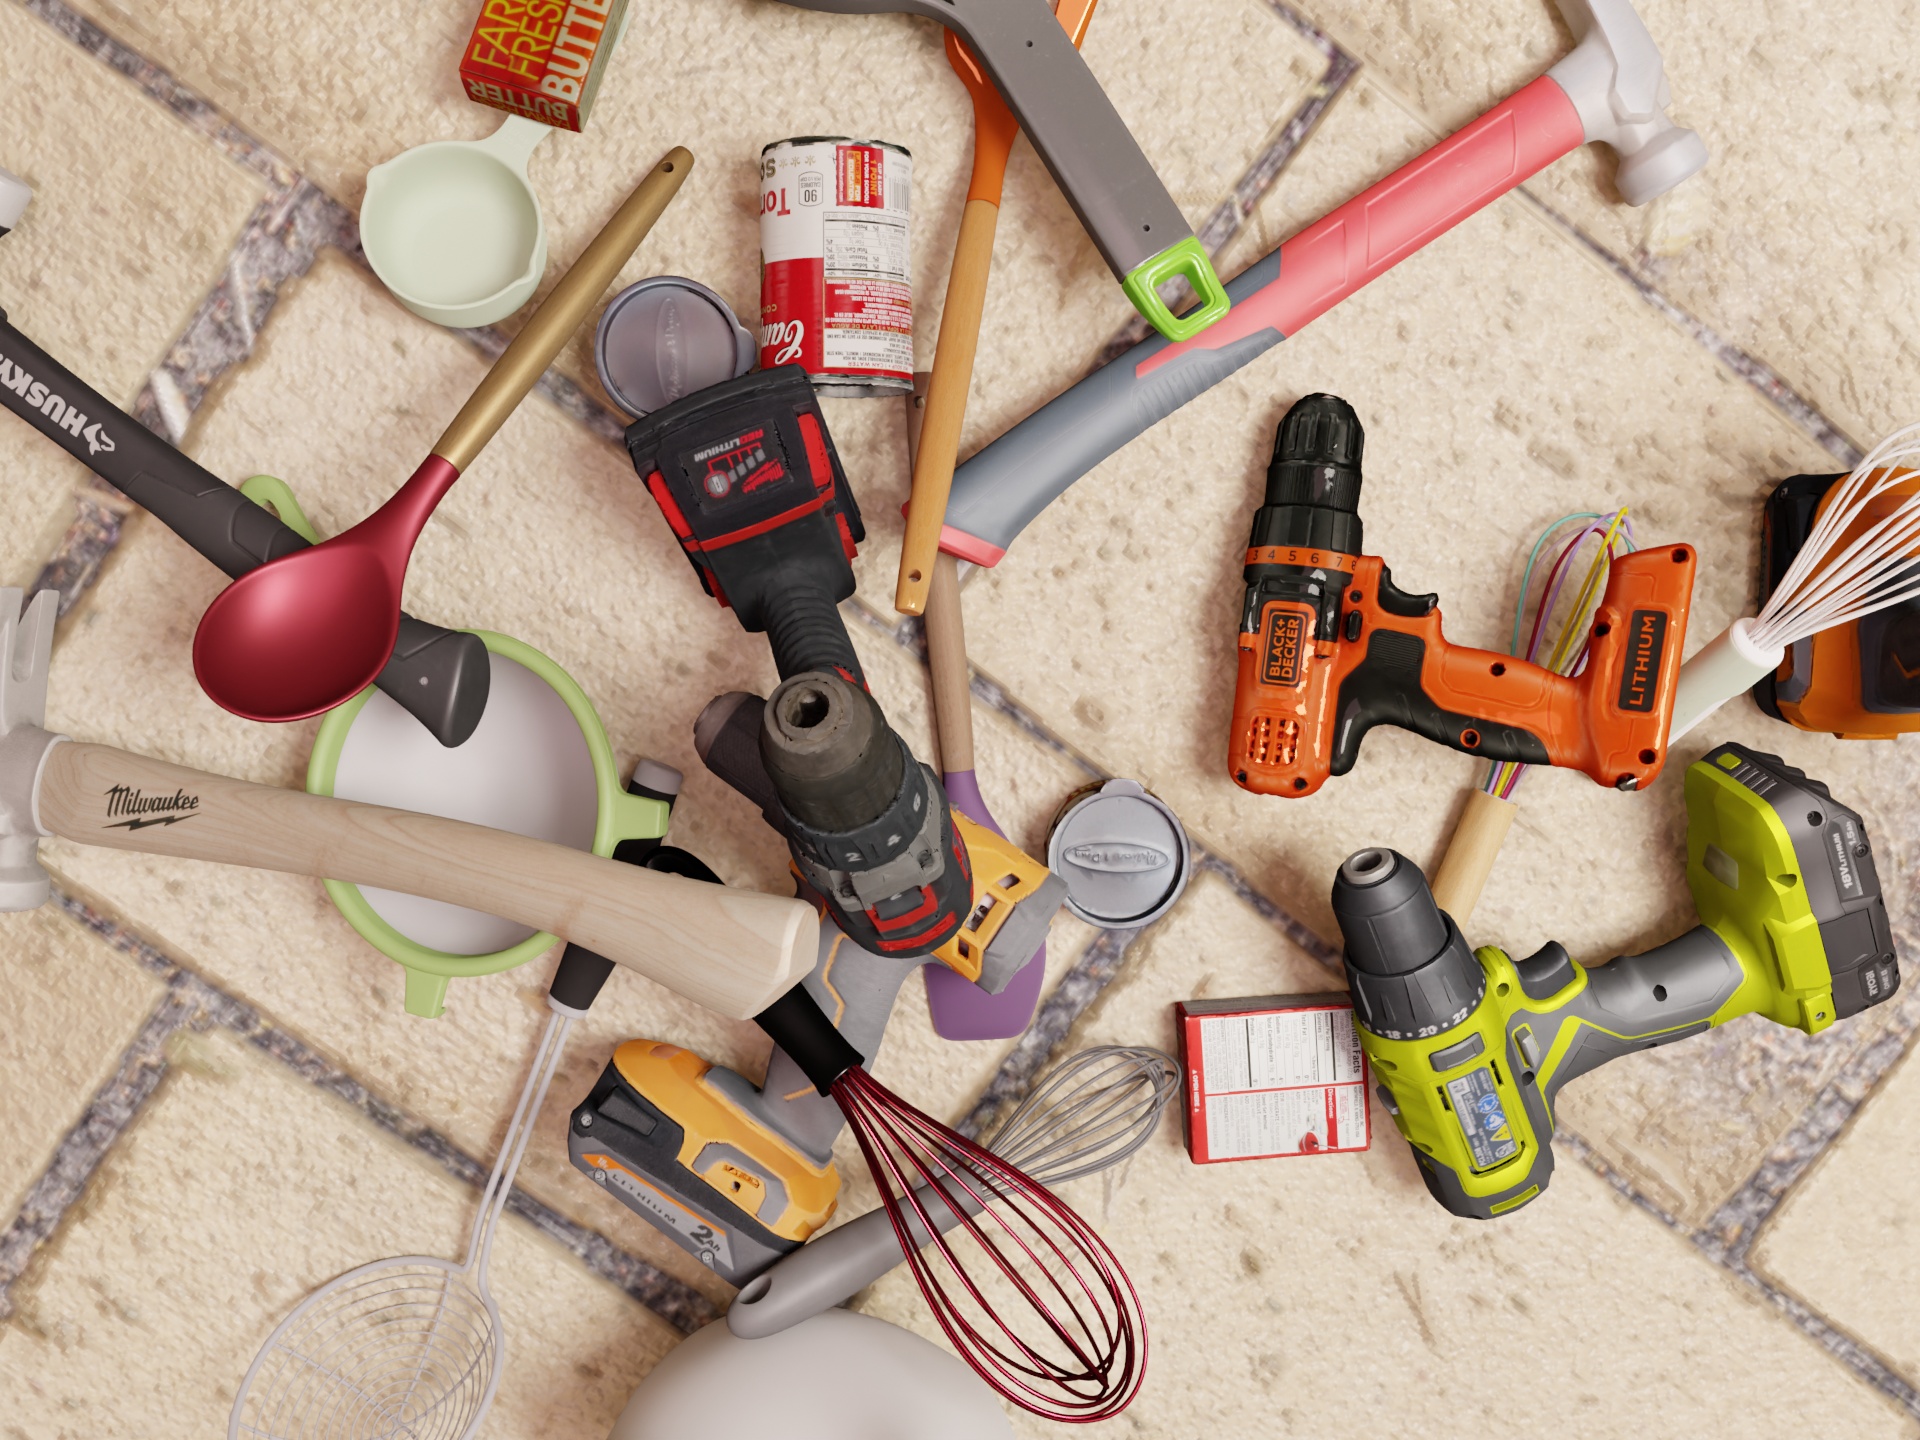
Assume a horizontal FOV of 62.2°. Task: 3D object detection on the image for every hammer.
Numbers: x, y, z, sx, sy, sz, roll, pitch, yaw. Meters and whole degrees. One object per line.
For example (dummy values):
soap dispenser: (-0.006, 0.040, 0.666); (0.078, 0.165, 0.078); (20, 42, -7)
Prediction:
hammer: (-0.251, 0.043, 0.665); (0.411, 0.038, 0.146); (10, 94, 17)
hammer: (0.133, -0.201, 0.702); (0.386, 0.038, 0.143); (-33, 94, -1)
hammer: (-0.338, -0.094, 0.680); (0.335, 0.035, 0.146); (35, 96, 7)

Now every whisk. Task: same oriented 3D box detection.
whisk: (0.337, -0.036, 0.659); (0.058, 0.246, 0.059); (-33, 74, -31)
whisk: (0.002, 0.207, 0.711); (0.239, 0.055, 0.055); (-23, 98, -26)
whisk: (0.257, 0.015, 0.741); (0.051, 0.047, 0.245); (20, 99, -5)
whisk: (-0.036, 0.160, 0.647); (0.073, 0.073, 0.296); (-45, 75, 4)

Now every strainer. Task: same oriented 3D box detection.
strainer: (-0.240, -0.006, 0.721); (0.151, 0.069, 0.256); (-39, 79, 11)
strainer: (-0.030, 0.293, 0.664); (0.211, 0.340, 0.095); (25, 56, -15)

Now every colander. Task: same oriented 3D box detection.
colander: (-0.001, -0.334, 0.636); (0.204, 0.094, 0.397); (-33, 90, -6)

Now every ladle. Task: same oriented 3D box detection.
ladle: (-0.200, -0.127, 0.660); (0.069, 0.031, 0.315); (31, 71, 1)

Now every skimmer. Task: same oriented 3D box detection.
skimmer: (-0.221, 0.184, 0.722); (0.127, 0.090, 0.363); (24, 93, 35)

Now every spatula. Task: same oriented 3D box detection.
spatula: (0.005, -0.203, 0.685); (0.081, 0.041, 0.323); (10, 80, -3)
spatula: (-0.001, -0.002, 0.742); (0.060, 0.018, 0.316); (-5, 98, 7)

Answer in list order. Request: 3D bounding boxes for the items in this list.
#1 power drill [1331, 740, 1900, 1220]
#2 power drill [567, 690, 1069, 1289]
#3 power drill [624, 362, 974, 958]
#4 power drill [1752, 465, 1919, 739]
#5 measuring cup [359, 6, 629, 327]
power drill: (0.285, 0.104, 0.717); (0.228, 0.080, 0.190); (-26, 113, 1)
power drill: (-0.085, 0.114, 0.721); (0.185, 0.084, 0.226); (35, 92, 6)
power drill: (-0.061, -0.030, 0.619); (0.080, 0.187, 0.227); (-21, 63, -1)
power drill: (0.416, -0.058, 0.642); (0.084, 0.226, 0.164); (0, 97, -2)
measuring cup: (-0.196, -0.247, 0.704); (0.083, 0.038, 0.167); (32, 78, -1)
